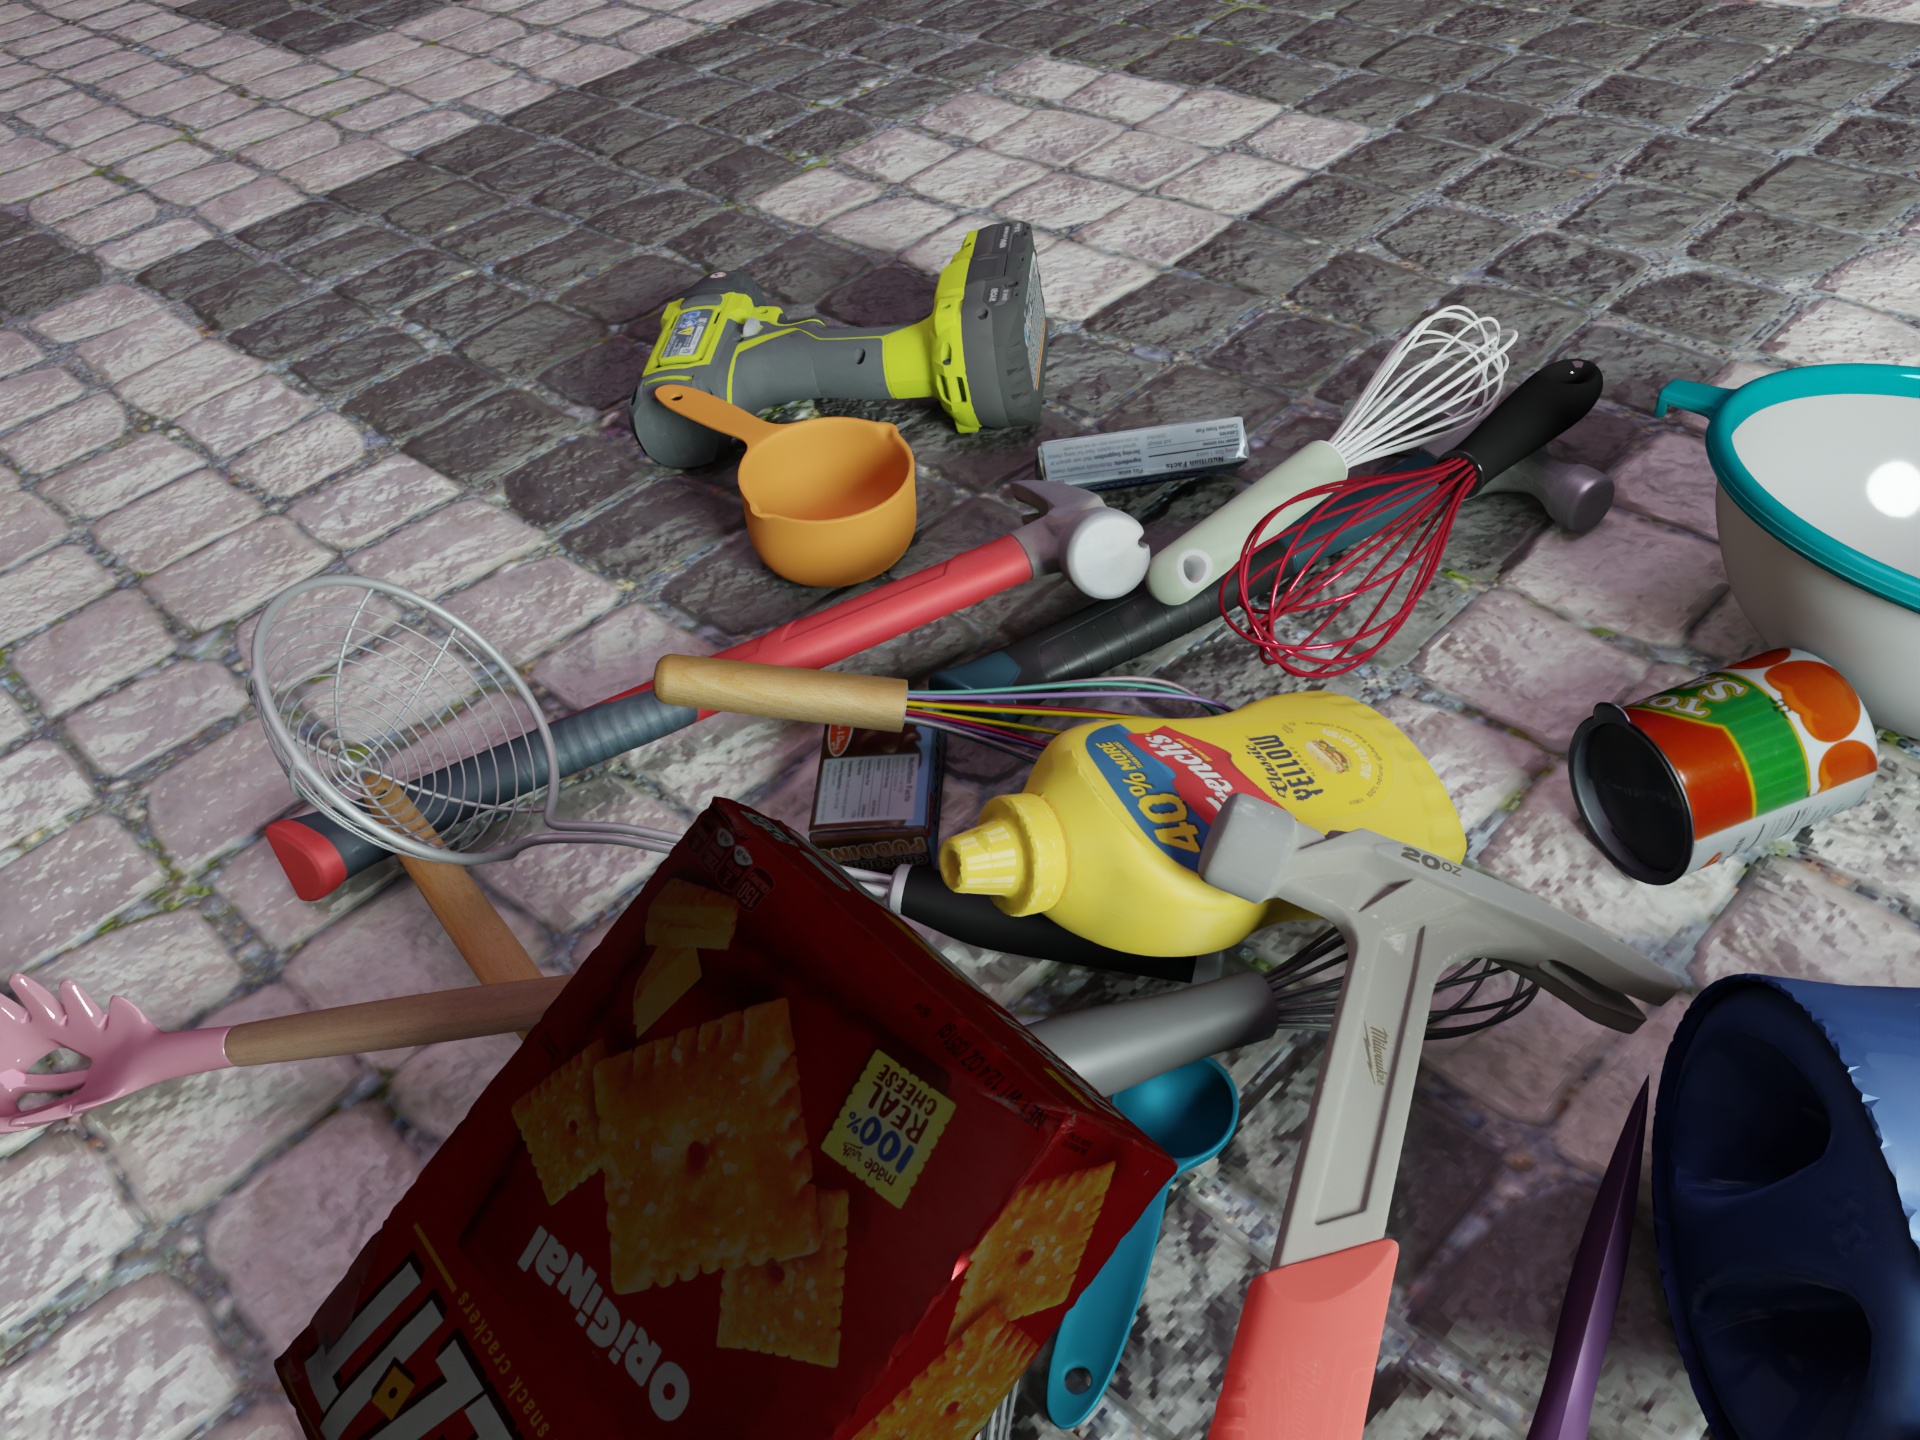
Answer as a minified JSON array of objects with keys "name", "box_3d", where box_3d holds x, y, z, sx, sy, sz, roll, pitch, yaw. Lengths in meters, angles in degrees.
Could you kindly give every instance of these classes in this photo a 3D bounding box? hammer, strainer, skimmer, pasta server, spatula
[{"name":"hammer","box_3d":[0.137,-0.072,0.743,0.331,0.033,0.128,-26,45,-18]},{"name":"strainer","box_3d":[0.393,-0.013,0.573,0.211,0.095,0.341,0,39,-5]},{"name":"hammer","box_3d":[0.091,0.172,0.394,0.149,0.036,0.359,23,49,5]},{"name":"skimmer","box_3d":[-0.078,0.026,0.584,0.363,0.090,0.127,11,28,6]},{"name":"hammer","box_3d":[-0.113,-0.019,0.710,0.386,0.038,0.143,-23,19,-8]},{"name":"pasta server","box_3d":[-0.238,0.109,0.561,0.316,0.040,0.060,-10,54,17]},{"name":"spatula","box_3d":[0.139,0.203,0.387,0.018,0.059,0.316,15,40,24]}]

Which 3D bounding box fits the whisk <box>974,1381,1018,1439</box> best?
[{"name":"whisk","box_3d":[-0.003,0.221,0.423,0.070,0.070,0.285,-6,46,3]}]

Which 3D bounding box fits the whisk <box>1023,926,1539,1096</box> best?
[{"name":"whisk","box_3d":[0.095,0.096,0.516,0.239,0.055,0.055,-10,39,-23]}]

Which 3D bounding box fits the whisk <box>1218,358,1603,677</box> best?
[{"name":"whisk","box_3d":[0.210,-0.100,0.699,0.073,0.073,0.296,26,46,34]}]

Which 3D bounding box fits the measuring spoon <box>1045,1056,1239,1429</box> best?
[{"name":"measuring spoon","box_3d":[0.055,0.165,0.508,0.042,0.021,0.129,13,55,22]}]

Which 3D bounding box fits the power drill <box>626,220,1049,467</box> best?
[{"name":"power drill","box_3d":[-0.066,-0.222,0.918,0.223,0.080,0.171,-4,42,11]}]

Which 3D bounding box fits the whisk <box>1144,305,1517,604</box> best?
[{"name":"whisk","box_3d":[0.175,-0.124,0.740,0.246,0.057,0.059,-36,15,-23]}]

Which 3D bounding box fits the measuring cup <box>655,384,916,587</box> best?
[{"name":"measuring cup","box_3d":[-0.096,-0.125,0.823,0.174,0.052,0.095,30,54,32]}]

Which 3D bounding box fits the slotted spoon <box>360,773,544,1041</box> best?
[{"name":"slotted spoon","box_3d":[-0.143,0.114,0.555,0.070,0.031,0.314,-37,54,-15]}]

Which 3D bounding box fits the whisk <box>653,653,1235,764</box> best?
[{"name":"whisk","box_3d":[-0.001,-0.001,0.646,0.245,0.051,0.047,7,16,-3]}]
